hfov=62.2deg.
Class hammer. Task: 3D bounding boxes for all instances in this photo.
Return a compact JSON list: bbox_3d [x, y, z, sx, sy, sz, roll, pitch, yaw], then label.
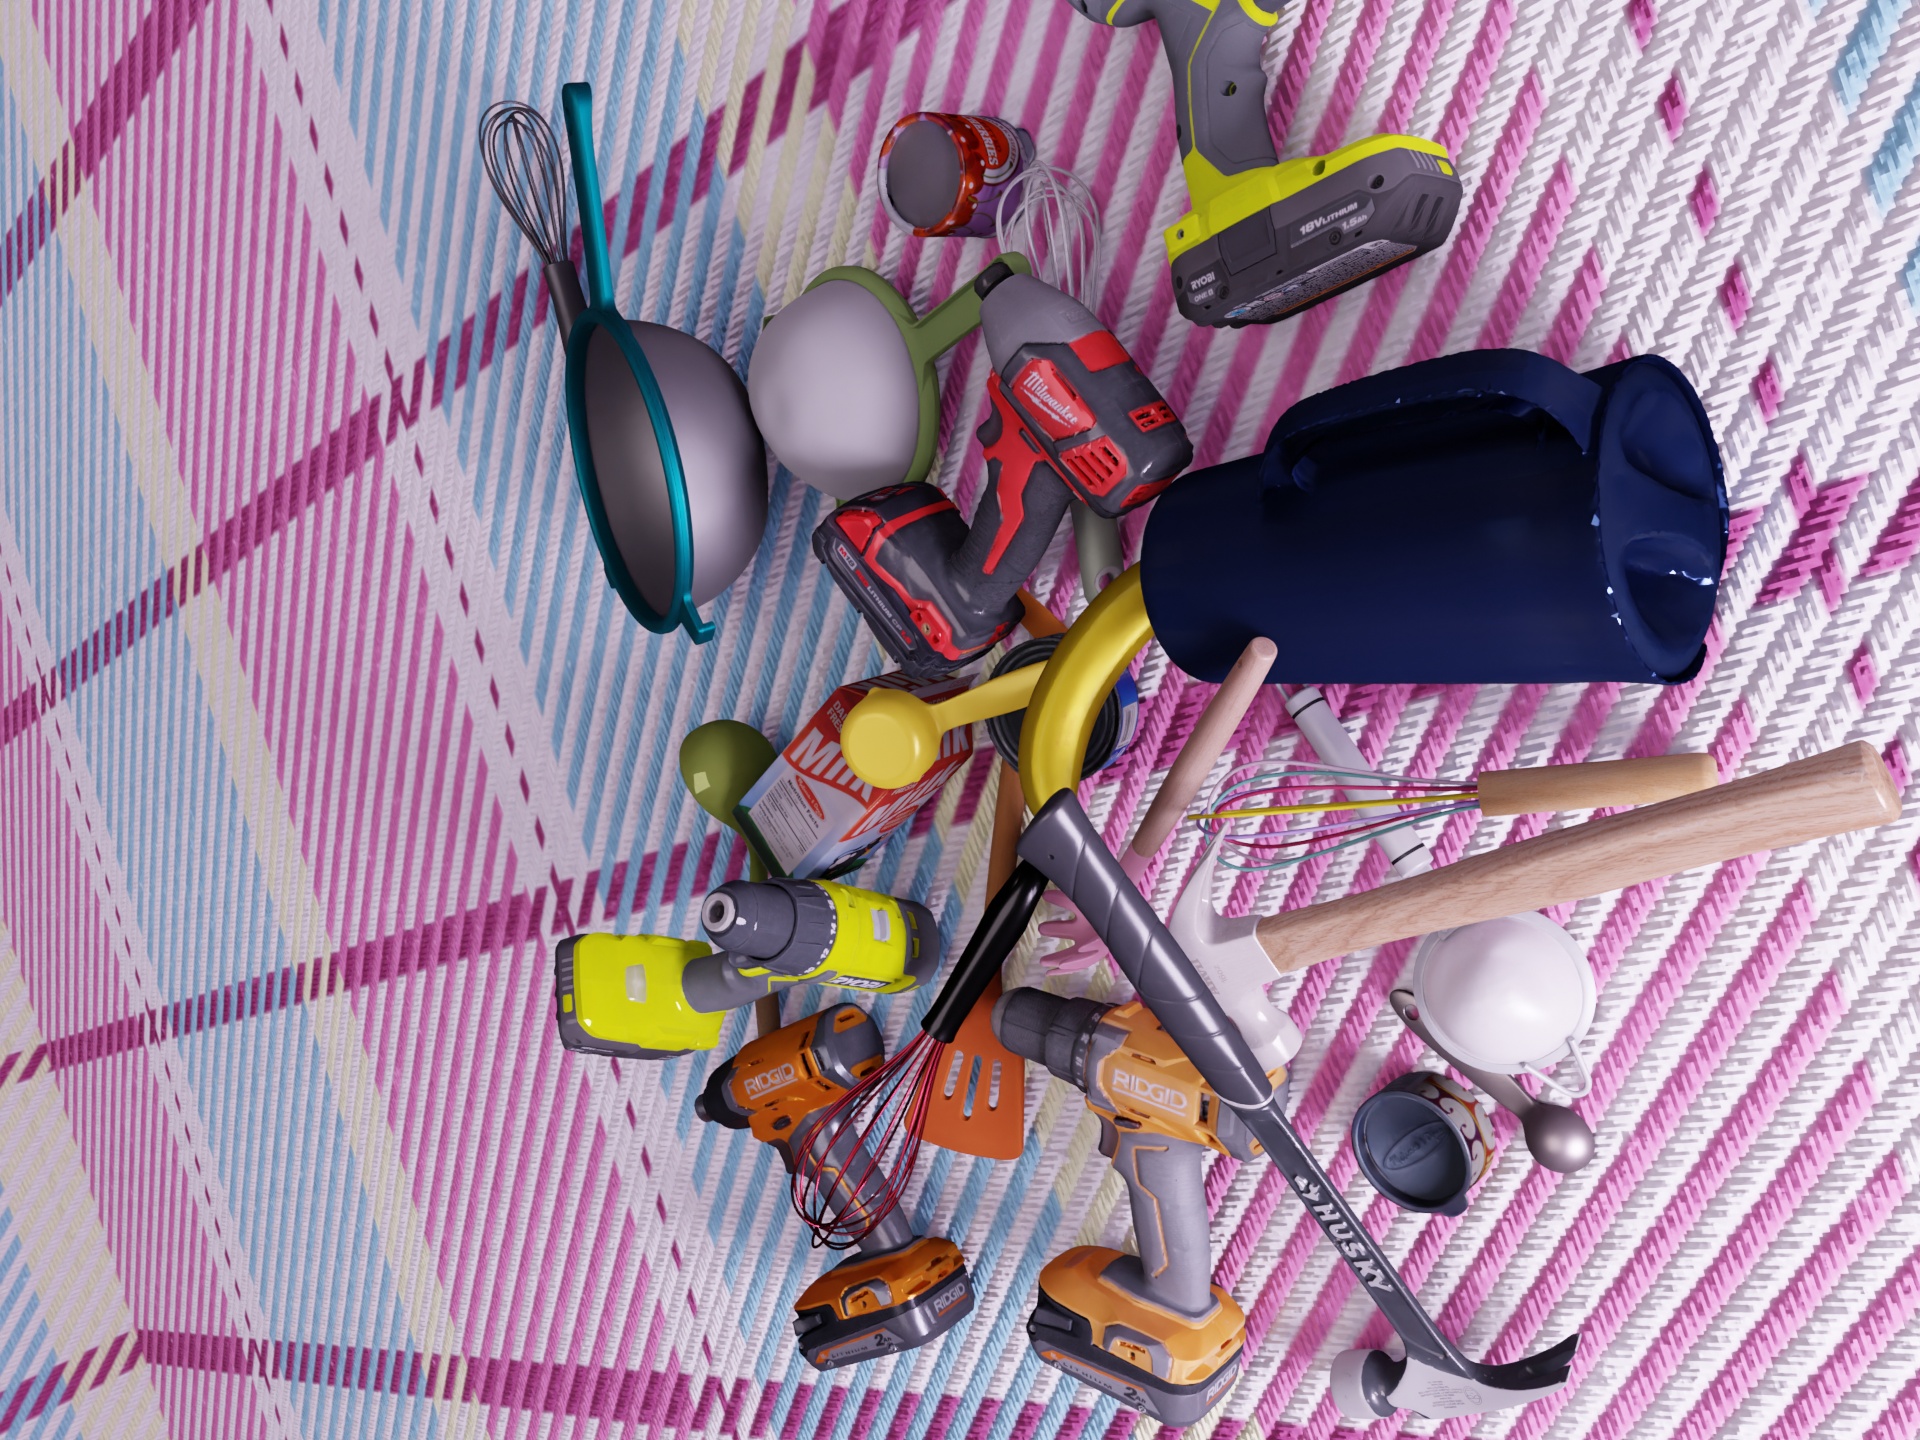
[{"bbox_3d":[0.236,0.072,0.715,0.331,0.031,0.130,-24,110,37],"label":"hammer"},{"bbox_3d":[0.157,0.201,0.801,0.149,0.036,0.408,-24,106,44],"label":"hammer"}]

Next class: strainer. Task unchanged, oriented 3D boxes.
[{"bbox_3d":[0.229,0.078,0.796,0.087,0.050,0.259,-39,71,25],"label":"strainer"},{"bbox_3d":[-0.055,-0.204,0.916,0.256,0.069,0.151,-20,89,55],"label":"strainer"},{"bbox_3d":[-0.186,-0.228,1.018,0.211,0.095,0.340,29,128,57],"label":"strainer"}]

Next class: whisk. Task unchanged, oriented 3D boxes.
[{"bbox_3d":[-0.291,-0.325,1.142,0.055,0.055,0.239,-11,98,43],"label":"whisk"},{"bbox_3d":[-0.024,0.207,0.982,0.073,0.073,0.296,37,105,28],"label":"whisk"},{"bbox_3d":[0.224,0.039,0.753,0.245,0.047,0.051,-7,58,28],"label":"whisk"},{"bbox_3d":[0.062,-0.180,0.872,0.059,0.058,0.246,-151,50,-73],"label":"whisk"}]

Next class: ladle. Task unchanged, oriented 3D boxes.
[{"bbox_3d":[-0.154,0.151,1.147,0.062,0.078,0.320,9,114,24],"label":"ladle"}]

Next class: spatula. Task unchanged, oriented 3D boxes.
[{"bbox_3d":[0.021,0.120,0.990,0.081,0.041,0.322,11,109,14],"label":"spatula"}]

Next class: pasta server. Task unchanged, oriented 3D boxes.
[{"bbox_3d":[0.098,0.053,0.840,0.316,0.040,0.060,110,163,-54],"label":"pasta server"}]

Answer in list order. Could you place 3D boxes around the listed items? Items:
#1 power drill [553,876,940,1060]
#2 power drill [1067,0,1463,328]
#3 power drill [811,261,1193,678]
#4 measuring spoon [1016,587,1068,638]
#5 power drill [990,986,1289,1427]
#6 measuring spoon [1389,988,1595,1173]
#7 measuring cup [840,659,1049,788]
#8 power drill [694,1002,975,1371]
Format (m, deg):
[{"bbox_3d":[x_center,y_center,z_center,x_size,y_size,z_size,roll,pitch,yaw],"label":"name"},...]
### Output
[{"bbox_3d":[-0.152,0.155,1.023,0.228,0.190,0.080,-21,66,29],"label":"power drill"},{"bbox_3d":[0.143,-0.313,0.739,0.171,0.080,0.223,-18,87,43],"label":"power drill"},{"bbox_3d":[0.016,-0.132,0.855,0.143,0.078,0.219,54,136,8],"label":"power drill"},{"bbox_3d":[0.038,-0.063,0.943,0.117,0.011,0.021,46,128,22],"label":"measuring spoon"},{"bbox_3d":[0.092,0.274,0.942,0.185,0.084,0.226,14,106,35],"label":"power drill"},{"bbox_3d":[0.264,0.182,0.806,0.124,0.018,0.034,42,126,26],"label":"measuring spoon"},{"bbox_3d":[-0.001,-0.003,0.905,0.156,0.029,0.062,-20,99,27],"label":"measuring cup"},{"bbox_3d":[-0.098,0.327,1.115,0.164,0.084,0.226,-28,80,32],"label":"power drill"}]
